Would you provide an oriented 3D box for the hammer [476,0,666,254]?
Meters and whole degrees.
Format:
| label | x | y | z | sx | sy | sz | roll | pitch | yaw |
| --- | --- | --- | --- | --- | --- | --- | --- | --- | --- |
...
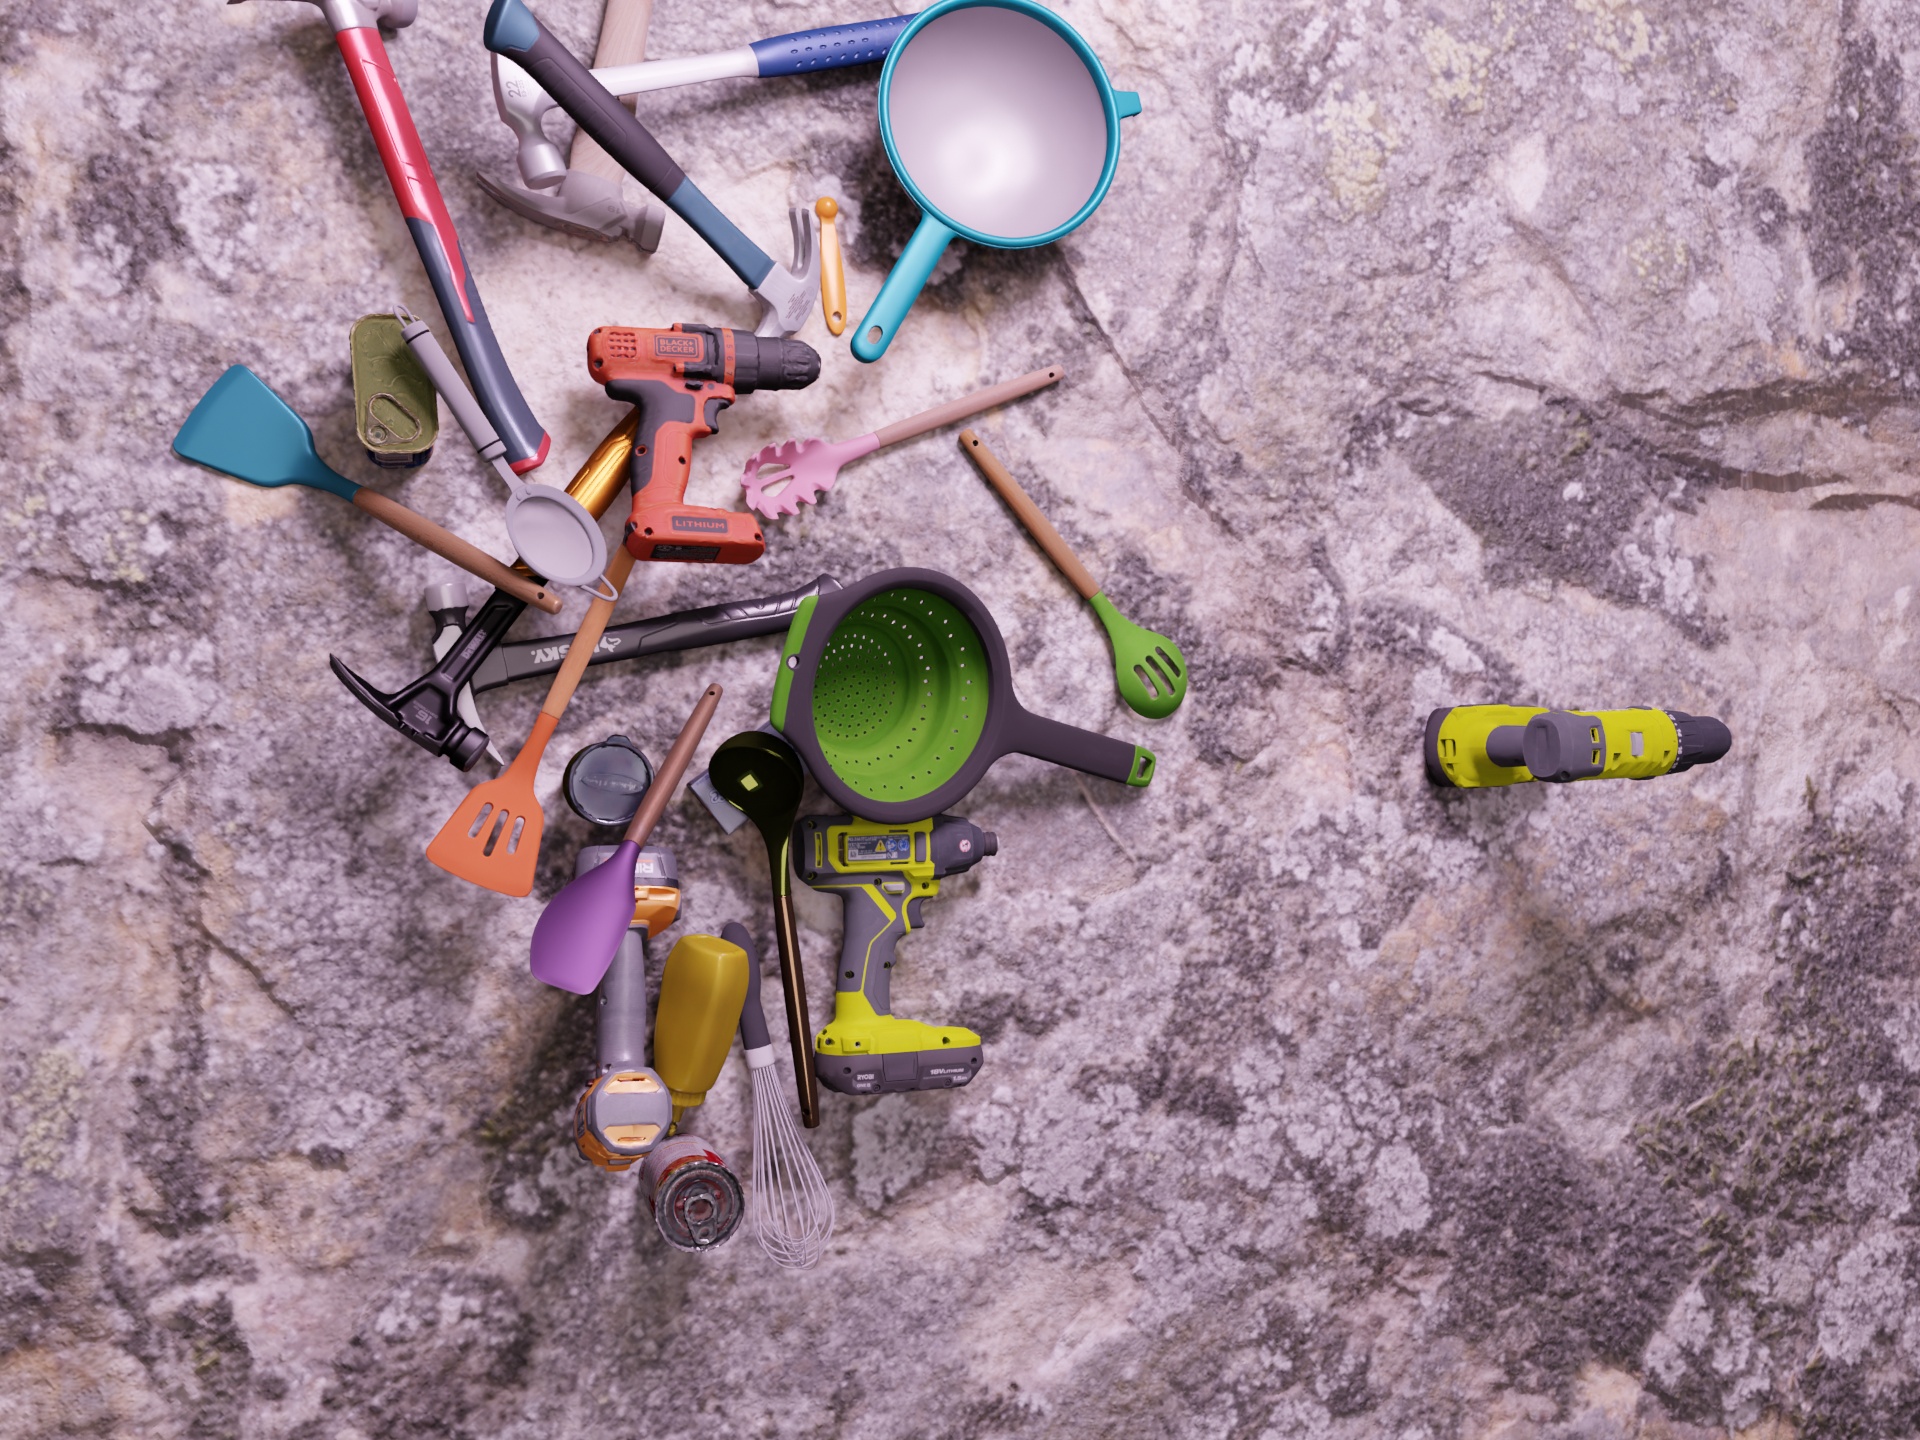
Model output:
| label | x | y | z | sx | sy | sz | roll | pitch | yaw |
| --- | --- | --- | --- | --- | --- | --- | --- | --- | --- |
| hammer | -0.272 | -0.590 | 1.276 | 0.146 | 0.038 | 0.411 | 13 | 84 | -17 |

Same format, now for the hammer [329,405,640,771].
| label | x | y | z | sx | sy | sz | roll | pitch | yaw |
| --- | --- | --- | --- | --- | --- | --- | --- | --- | --- |
| hammer | -0.328 | -0.128 | 1.215 | 0.127 | 0.034 | 0.337 | 36 | 67 | -8 |

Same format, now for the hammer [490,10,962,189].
| label | x | y | z | sx | sy | sz | roll | pitch | yaw |
| --- | --- | --- | --- | --- | --- | --- | --- | --- | --- |
| hammer | -0.178 | -0.533 | 1.274 | 0.405 | 0.035 | 0.144 | -21 | 99 | -27 |

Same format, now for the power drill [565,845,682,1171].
| label | x | y | z | sx | sy | sz | roll | pitch | yaw |
| --- | --- | --- | --- | --- | --- | --- | --- | --- | --- |
| power drill | -0.262 | 0.225 | 1.207 | 0.084 | 0.185 | 0.226 | 2 | 69 | -19 |

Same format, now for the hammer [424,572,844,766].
| label | x | y | z | sx | sy | sz | roll | pitch | yaw |
| --- | --- | --- | --- | --- | --- | --- | --- | --- | --- |
| hammer | -0.244 | -0.062 | 1.272 | 0.334 | 0.035 | 0.146 | -12 | 92 | -19 |

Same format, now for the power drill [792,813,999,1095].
| label | x | y | z | sx | sy | sz | roll | pitch | yaw |
| --- | --- | --- | --- | --- | --- | --- | --- | --- | --- |
| power drill | -0.048 | 0.187 | 1.311 | 0.171 | 0.080 | 0.223 | 0 | 85 | -18 |

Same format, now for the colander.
| label | x | y | z | sx | sy | sz | roll | pitch | yaw |
| --- | --- | --- | --- | --- | --- | --- | --- | --- | --- |
| colander | -0.002 | -0.004 | 1.334 | 0.396 | 0.094 | 0.204 | 17 | 87 | -36 |

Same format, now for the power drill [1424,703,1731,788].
| label | x | y | z | sx | sy | sz | roll | pitch | yaw |
| --- | --- | --- | --- | --- | --- | --- | --- | --- | --- |
| power drill | 0.550 | 0.021 | 1.436 | 0.190 | 0.228 | 0.080 | -2 | 89 | -19 |

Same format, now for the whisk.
| label | x | y | z | sx | sy | sz | roll | pitch | yaw |
| --- | --- | --- | --- | --- | --- | --- | --- | --- | --- |
| whisk | -0.156 | 0.303 | 1.284 | 0.070 | 0.070 | 0.284 | -12 | 87 | -19 |

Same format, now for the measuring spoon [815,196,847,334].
| label | x | y | z | sx | sy | sz | roll | pitch | yaw |
| --- | --- | --- | --- | --- | --- | --- | --- | --- | --- |
| measuring spoon | -0.107 | -0.384 | 1.338 | 0.021 | 0.011 | 0.117 | -5 | 90 | -19 |

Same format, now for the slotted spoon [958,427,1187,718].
| label | x | y | z | sx | sy | sz | roll | pitch | yaw |
| --- | --- | --- | --- | --- | --- | --- | --- | --- | --- |
| slotted spoon | 0.099 | -0.129 | 1.395 | 0.070 | 0.031 | 0.313 | -42 | 100 | -15 |

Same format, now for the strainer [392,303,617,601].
| label | x | y | z | sx | sy | sz | roll | pitch | yaw |
| --- | --- | --- | --- | --- | --- | --- | --- | --- | --- |
| strainer | -0.338 | -0.190 | 1.164 | 0.258 | 0.050 | 0.087 | 59 | 34 | -12 |

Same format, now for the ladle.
| label | x | y | z | sx | sy | sz | roll | pitch | yaw |
| --- | --- | --- | --- | --- | --- | --- | --- | --- | --- |
| ladle | -0.143 | 0.166 | 1.255 | 0.078 | 0.062 | 0.320 | -7 | 91 | 23 |

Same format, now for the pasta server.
| label | x | y | z | sx | sy | sz | roll | pitch | yaw |
| --- | --- | --- | --- | --- | --- | --- | --- | --- | --- |
| pasta server | -0.045 | -0.245 | 1.343 | 0.316 | 0.040 | 0.060 | -24 | 108 | -19 |

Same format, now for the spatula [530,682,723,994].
| label | x | y | z | sx | sy | sz | roll | pitch | yaw |
| --- | --- | --- | --- | --- | --- | --- | --- | --- | --- |
| spatula | -0.237 | 0.075 | 1.181 | 0.060 | 0.018 | 0.316 | 19 | 43 | 1 |

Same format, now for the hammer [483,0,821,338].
| label | x | y | z | sx | sy | sz | roll | pitch | yaw |
| --- | --- | --- | --- | --- | --- | --- | --- | --- | --- |
| hammer | -0.230 | -0.416 | 1.215 | 0.330 | 0.033 | 0.128 | 40 | 82 | -39 |

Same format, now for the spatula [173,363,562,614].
| label | x | y | z | sx | sy | sz | roll | pitch | yaw |
| --- | --- | --- | --- | --- | --- | --- | --- | --- | --- |
| spatula | -0.427 | -0.157 | 1.170 | 0.317 | 0.044 | 0.082 | 28 | 76 | 12 |

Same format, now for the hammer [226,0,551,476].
| label | x | y | z | sx | sy | sz | roll | pitch | yaw |
| --- | --- | --- | --- | --- | --- | --- | --- | --- | --- |
| hammer | -0.410 | -0.368 | 1.197 | 0.143 | 0.038 | 0.386 | -30 | 104 | -50 |

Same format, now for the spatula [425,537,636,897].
| label | x | y | z | sx | sy | sz | roll | pitch | yaw |
| --- | --- | --- | --- | --- | --- | --- | --- | --- | --- |
| spatula | -0.301 | -0.026 | 1.211 | 0.081 | 0.041 | 0.323 | 26 | 78 | -15 |

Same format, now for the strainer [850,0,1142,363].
| label | x | y | z | sx | sy | sz | roll | pitch | yaw |
| --- | --- | --- | --- | --- | --- | --- | --- | --- | --- |
| strainer | -0.009 | -0.436 | 1.331 | 0.211 | 0.095 | 0.340 | 31 | 81 | -15 |
